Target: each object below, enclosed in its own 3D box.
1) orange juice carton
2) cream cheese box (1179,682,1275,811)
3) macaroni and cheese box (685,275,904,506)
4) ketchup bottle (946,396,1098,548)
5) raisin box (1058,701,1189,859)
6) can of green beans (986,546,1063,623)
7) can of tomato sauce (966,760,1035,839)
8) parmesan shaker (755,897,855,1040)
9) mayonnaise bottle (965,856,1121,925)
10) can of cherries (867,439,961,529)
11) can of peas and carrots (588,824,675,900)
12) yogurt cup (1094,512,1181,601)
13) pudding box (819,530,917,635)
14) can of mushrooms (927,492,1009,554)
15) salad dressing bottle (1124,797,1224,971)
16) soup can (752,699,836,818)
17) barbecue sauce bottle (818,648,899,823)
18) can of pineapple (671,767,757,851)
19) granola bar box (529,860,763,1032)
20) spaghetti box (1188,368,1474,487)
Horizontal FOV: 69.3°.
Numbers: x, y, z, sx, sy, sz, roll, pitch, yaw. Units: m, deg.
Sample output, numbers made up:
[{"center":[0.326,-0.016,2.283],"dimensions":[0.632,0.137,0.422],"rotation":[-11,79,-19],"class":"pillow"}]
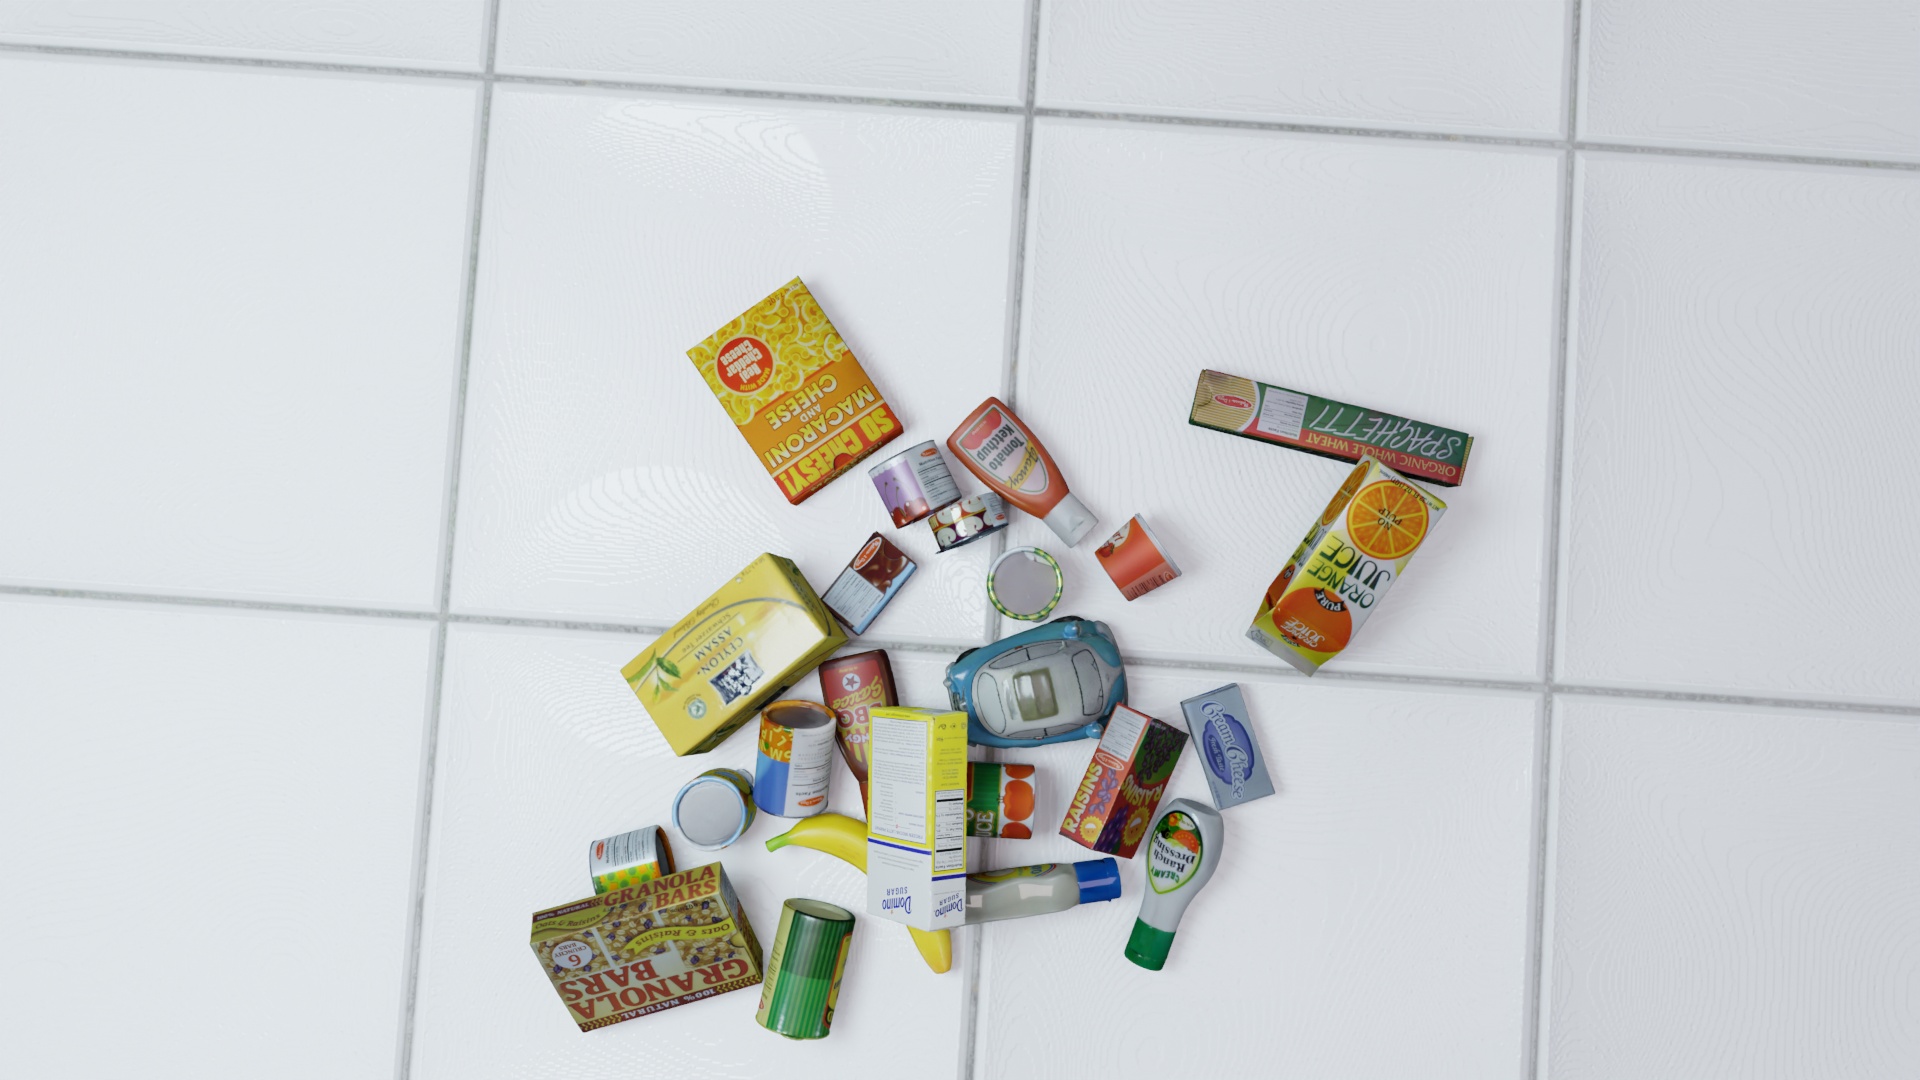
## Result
[{"center":[0.333,0.025,1.214],"dimensions":[0.072,0.073,0.192],"rotation":[34,100,0],"class":"orange juice carton"},{"center":[0.237,0.184,1.239],"dimensions":[0.053,0.024,0.104],"rotation":[-18,87,-1],"class":"cream cheese box"},{"center":[-0.148,-0.133,1.247],"dimensions":[0.124,0.040,0.166],"rotation":[-35,87,-1],"class":"macaroni and cheese box"},{"center":[0.059,-0.057,1.242],"dimensions":[0.149,0.043,0.065],"rotation":[45,88,2],"class":"ketchup bottle"},{"center":[0.142,0.210,1.205],"dimensions":[0.040,0.086,0.123],"rotation":[23,87,35],"class":"raisin box"},{"center":[0.057,0.038,1.230],"dimensions":[0.071,0.058,0.071],"rotation":[0,87,0],"class":"can of green beans"},{"center":[0.022,0.228,1.214],"dimensions":[0.083,0.071,0.071],"rotation":[3,87,0],"class":"can of tomato sauce"},{"center":[-0.133,0.371,1.205],"dimensions":[0.071,0.071,0.103],"rotation":[14,87,1],"class":"parmesan shaker"},{"center":[0.065,0.305,1.215],"dimensions":[0.148,0.065,0.041],"rotation":[-8,90,-4],"class":"mayonnaise bottle"},{"center":[-0.042,-0.049,1.233],"dimensions":[0.071,0.071,0.058],"rotation":[-27,89,-1],"class":"can of cherries"},{"center":[-0.285,0.289,1.213],"dimensions":[0.059,0.071,0.071],"rotation":[-15,87,-1],"class":"can of peas and carrots"},{"center":[0.155,0.017,1.229],"dimensions":[0.054,0.072,0.072],"rotation":[-36,88,7],"class":"yogurt cup"},{"center":[-0.082,0.039,1.243],"dimensions":[0.049,0.030,0.084],"rotation":[39,88,3],"class":"pudding box"},{"center":[0.004,-0.015,1.229],"dimensions":[0.071,0.071,0.033],"rotation":[-22,87,-1],"class":"can of mushrooms"},{"center":[0.185,0.302,1.219],"dimensions":[0.064,0.044,0.147],"rotation":[21,94,39],"class":"salad dressing bottle"},{"center":[-0.146,0.188,1.207],"dimensions":[0.071,0.071,0.083],"rotation":[8,106,0],"class":"soup can"},{"center":[-0.081,0.174,1.229],"dimensions":[0.065,0.043,0.148],"rotation":[-13,87,7],"class":"barbecue sauce bottle"},{"center":[-0.215,0.234,1.219],"dimensions":[0.071,0.058,0.071],"rotation":[0,87,0],"class":"can of pineapple"},{"center":[-0.266,0.350,1.191],"dimensions":[0.166,0.039,0.123],"rotation":[-15,124,-1],"class":"granola bar box"},{"center":[0.332,-0.100,1.252],"dimensions":[0.250,0.028,0.050],"rotation":[14,87,1],"class":"spaghetti box"}]
